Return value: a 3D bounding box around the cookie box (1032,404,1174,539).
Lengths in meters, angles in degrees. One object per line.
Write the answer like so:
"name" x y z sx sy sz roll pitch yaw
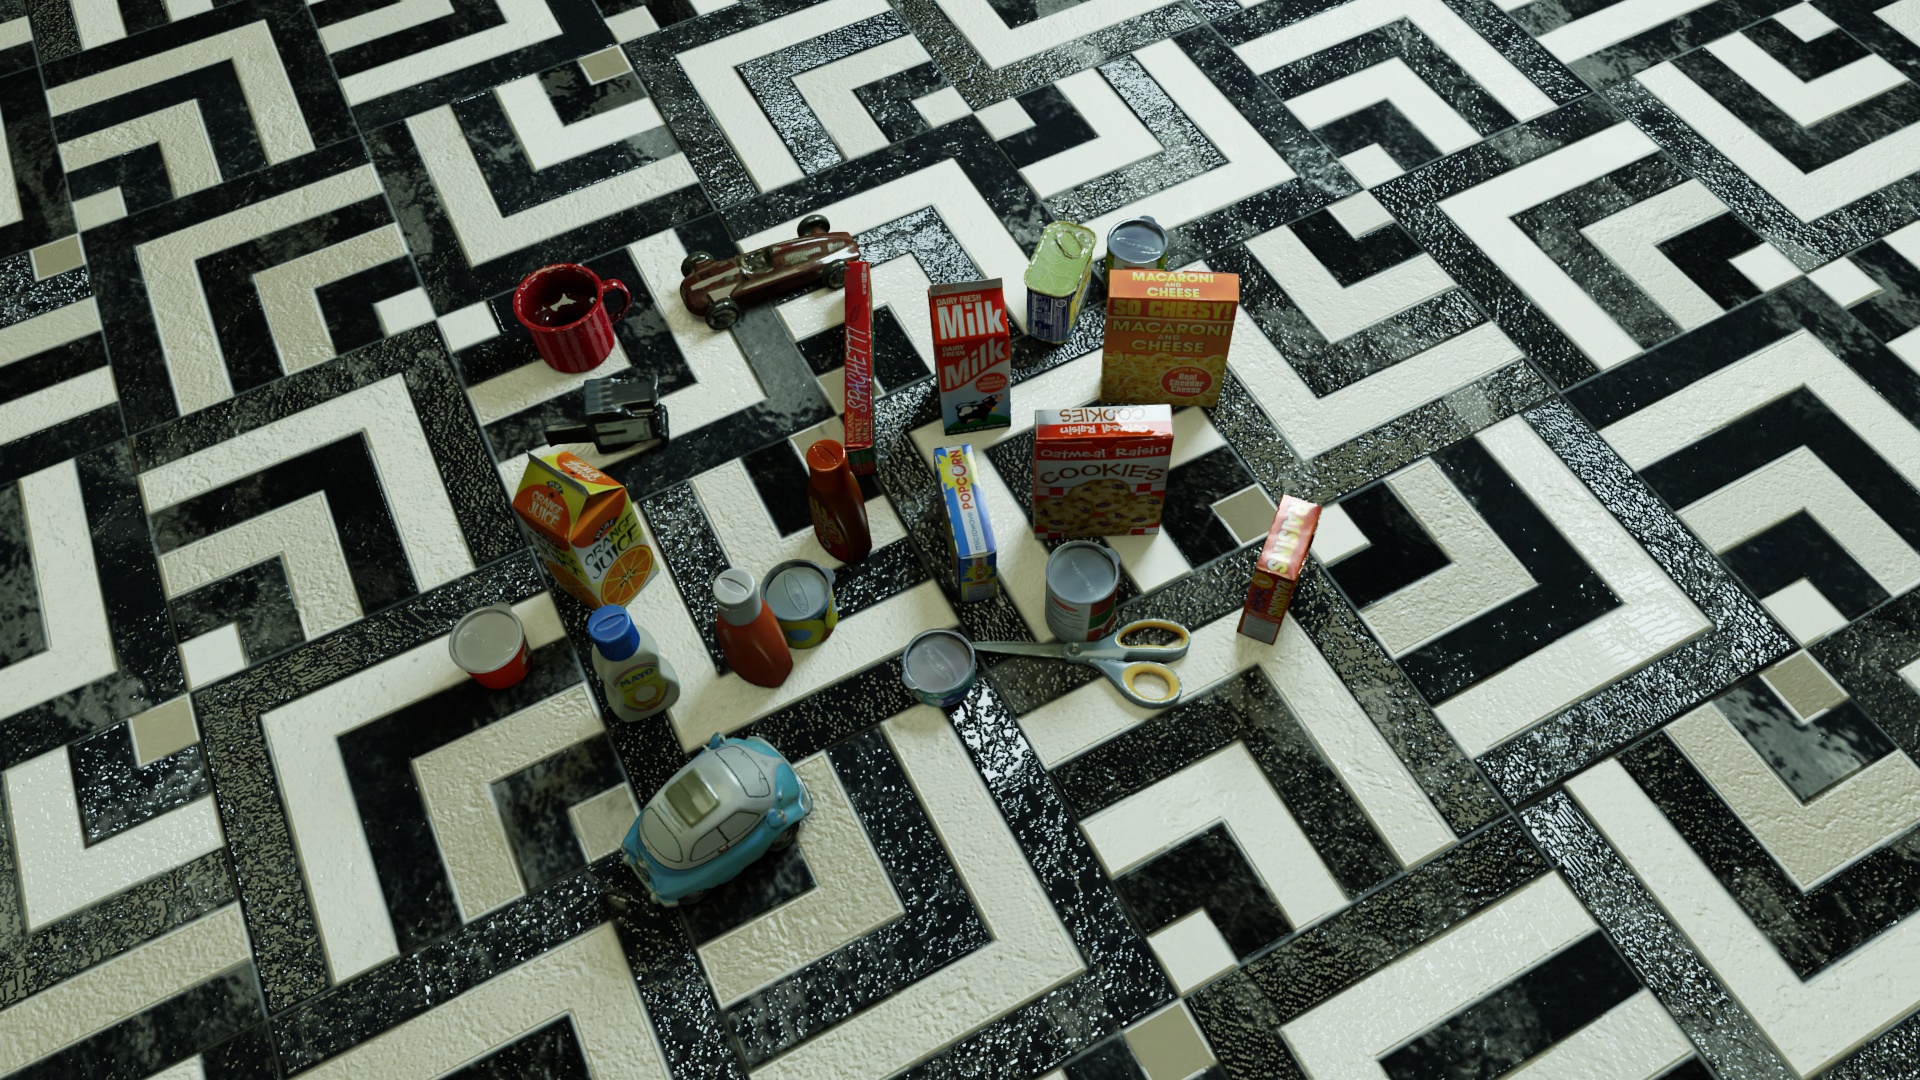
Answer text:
"cookie box" 0.129 -0.061 1.293 0.123 0.166 0.040 -3 59 1

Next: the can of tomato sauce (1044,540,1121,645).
"can of tomato sauce" 0.112 0.048 1.276 0.071 0.082 0.071 -1 58 2

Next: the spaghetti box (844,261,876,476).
"spaghetti box" -0.105 -0.182 1.446 0.029 0.050 0.251 -3 58 0

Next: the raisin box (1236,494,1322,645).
"raisin box" 0.288 0.028 1.259 0.040 0.122 0.086 20 61 14

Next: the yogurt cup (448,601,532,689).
"yogurt cup" -0.429 0.102 1.280 0.072 0.053 0.073 -1 58 2

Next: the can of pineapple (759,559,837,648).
"can of pineapple" -0.148 0.059 1.293 0.071 0.057 0.071 -1 58 2

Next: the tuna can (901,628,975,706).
"tuna can" -0.021 0.118 1.267 0.071 0.032 0.071 -1 58 2

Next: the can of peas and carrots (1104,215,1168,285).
"can of peas and carrots" 0.191 -0.308 1.508 0.071 0.058 0.071 -1 58 2

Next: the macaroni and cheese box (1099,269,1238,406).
"macaroni and cheese box" 0.203 -0.199 1.377 0.124 0.165 0.040 3 59 4

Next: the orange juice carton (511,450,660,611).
"orange juice carton" -0.343 -0.012 1.266 0.072 0.191 0.073 31 65 19

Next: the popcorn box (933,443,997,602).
"popcorn box" 0.005 -0.017 1.319 0.038 0.084 0.127 -11 59 -4

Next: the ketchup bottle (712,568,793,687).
"ketchup bottle" -0.189 0.077 1.230 0.065 0.148 0.044 25 63 16

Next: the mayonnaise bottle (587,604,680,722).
"mayonnaise bottle" -0.290 0.107 1.216 0.065 0.147 0.041 -26 61 -13

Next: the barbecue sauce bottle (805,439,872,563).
"barbecue sauce bottle" -0.117 -0.039 1.300 0.044 0.147 0.065 -40 65 -20

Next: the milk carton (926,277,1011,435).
"milk carton" 0.009 -0.190 1.365 0.072 0.189 0.074 -8 59 -2
